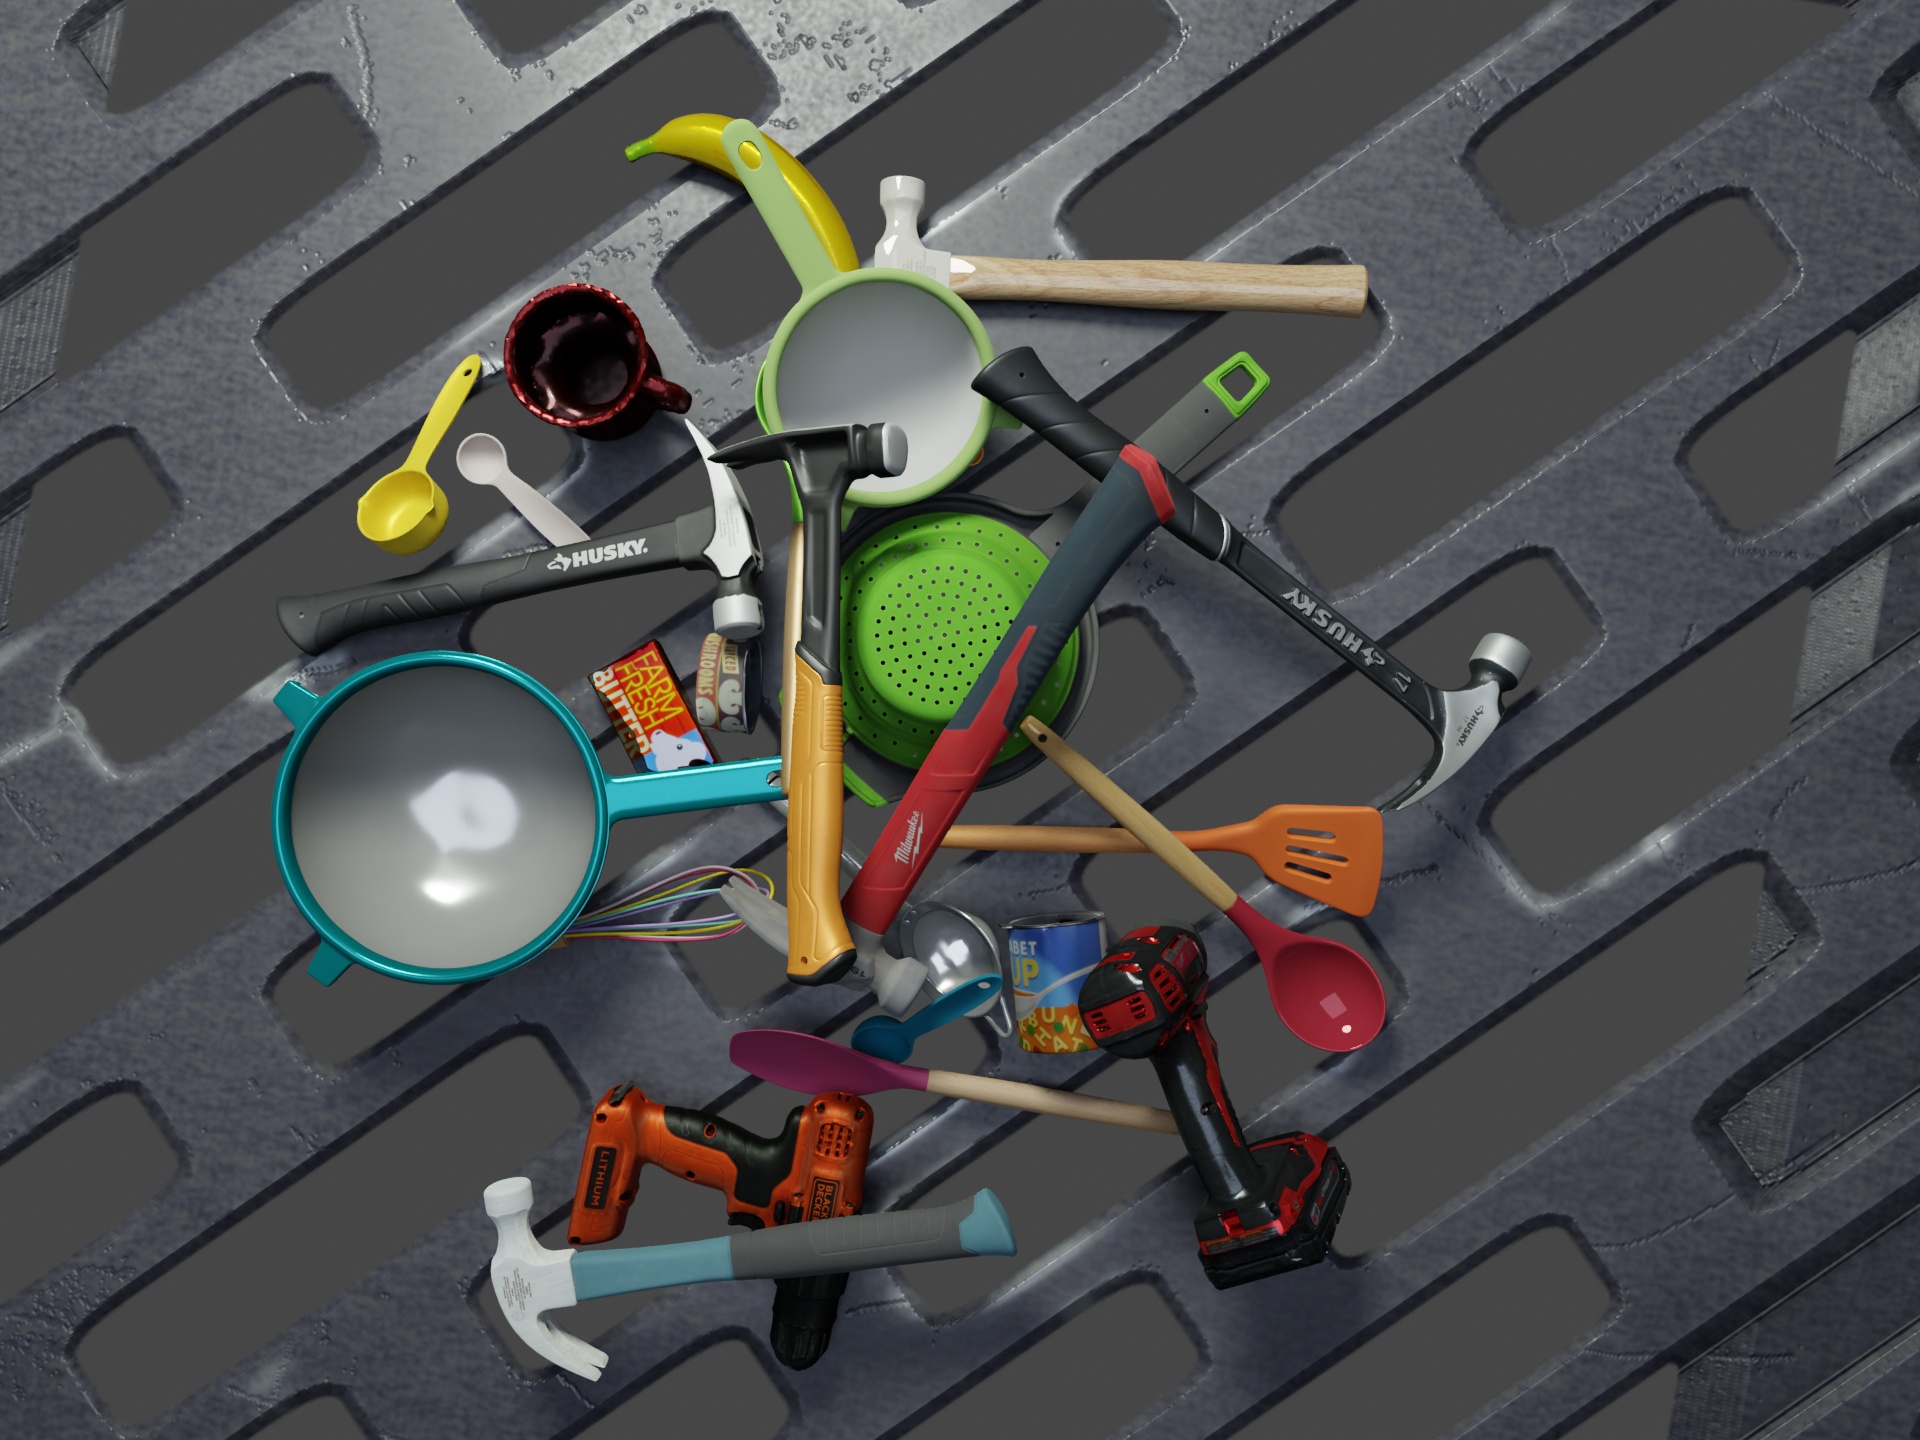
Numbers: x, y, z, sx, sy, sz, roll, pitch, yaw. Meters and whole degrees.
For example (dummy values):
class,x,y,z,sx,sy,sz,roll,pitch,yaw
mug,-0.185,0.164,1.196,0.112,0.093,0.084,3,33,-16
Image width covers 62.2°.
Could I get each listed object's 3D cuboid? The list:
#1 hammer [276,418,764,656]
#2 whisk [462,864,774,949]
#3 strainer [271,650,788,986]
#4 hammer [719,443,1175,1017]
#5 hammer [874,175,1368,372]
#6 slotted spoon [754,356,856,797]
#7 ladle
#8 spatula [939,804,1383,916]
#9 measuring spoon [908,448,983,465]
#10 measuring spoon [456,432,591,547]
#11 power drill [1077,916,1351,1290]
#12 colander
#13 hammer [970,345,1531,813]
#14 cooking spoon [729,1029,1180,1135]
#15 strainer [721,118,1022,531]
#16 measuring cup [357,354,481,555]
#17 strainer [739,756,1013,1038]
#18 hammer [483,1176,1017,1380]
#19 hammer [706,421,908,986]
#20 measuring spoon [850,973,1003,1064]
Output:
class,x,y,z,sx,sy,sz,roll,pitch,yaw
hammer,-0.296,-0.100,1.055,0.335,0.035,0.146,-10,76,9
whisk,-0.243,0.136,1.070,0.245,0.051,0.047,-10,68,5
strainer,-0.265,0.053,1.044,0.340,0.095,0.211,-7,91,-3
hammer,-0.002,-0.003,0.970,0.143,0.038,0.386,31,107,0
hammer,0.107,-0.292,1.072,0.331,0.031,0.130,3,89,1
slotted spoon,-0.105,-0.103,1.038,0.070,0.031,0.314,6,73,-19
ladle,0.156,0.104,1.036,0.315,0.031,0.069,42,94,-10
spatula,0.114,0.084,1.060,0.322,0.041,0.081,1,113,3
measuring spoon,-0.041,-0.173,1.085,0.117,0.011,0.021,-11,86,4
measuring spoon,-0.291,-0.148,1.088,0.124,0.018,0.034,43,98,-5
power drill,0.160,0.231,1.013,0.078,0.143,0.219,-27,92,27
colander,0.052,-0.107,1.037,0.397,0.094,0.204,-42,89,0
hammer,0.177,-0.100,1.018,0.409,0.036,0.149,36,75,-7
cooking spoon,0.003,0.245,1.063,0.319,0.068,0.017,11,45,-2
strainer,-0.080,-0.260,1.014,0.151,0.069,0.256,-31,111,0
measuring cup,-0.351,-0.178,1.068,0.062,0.029,0.157,7,63,22
strainer,-0.052,0.110,1.063,0.258,0.050,0.086,41,133,7
hammer,-0.131,0.338,1.008,0.331,0.033,0.128,-7,93,2
hammer,-0.094,-0.010,0.965,0.127,0.034,0.337,-2,86,25
measuring spoon,-0.020,0.190,1.046,0.128,0.021,0.042,-34,119,28
